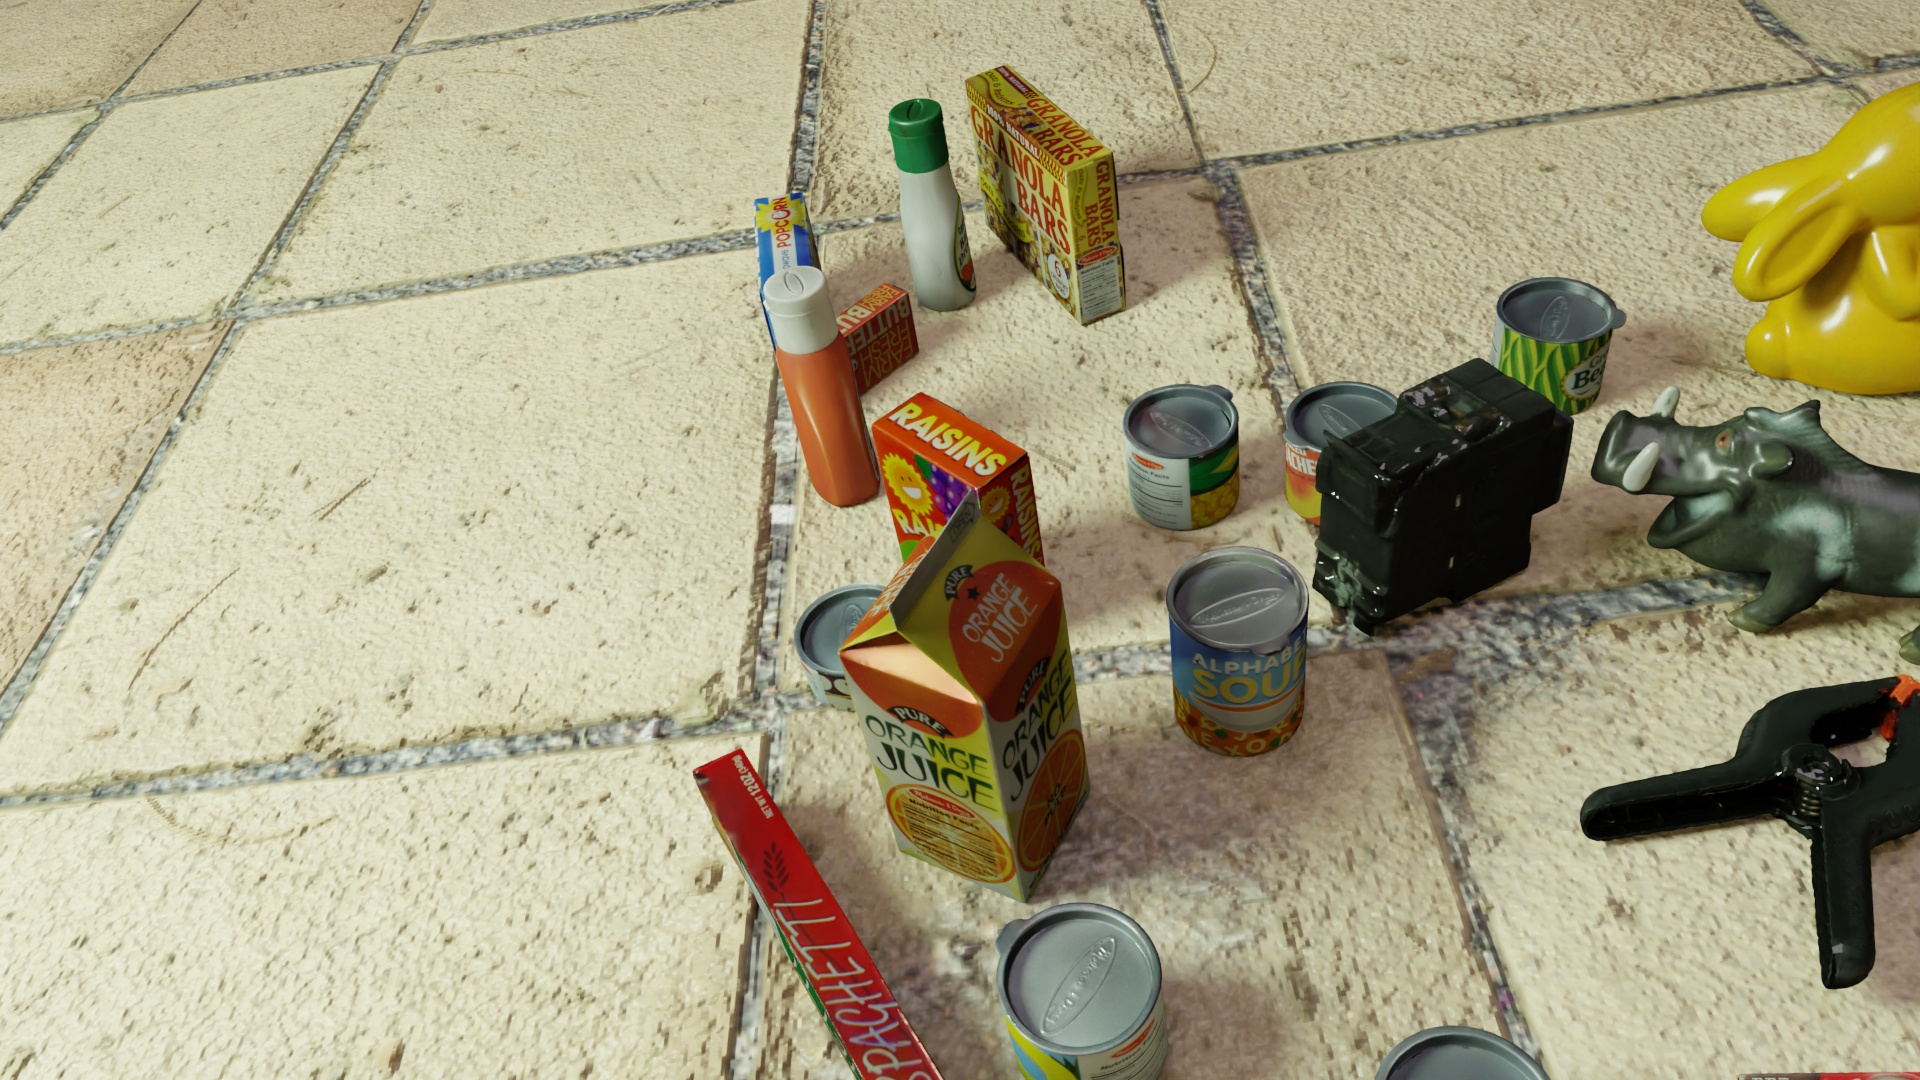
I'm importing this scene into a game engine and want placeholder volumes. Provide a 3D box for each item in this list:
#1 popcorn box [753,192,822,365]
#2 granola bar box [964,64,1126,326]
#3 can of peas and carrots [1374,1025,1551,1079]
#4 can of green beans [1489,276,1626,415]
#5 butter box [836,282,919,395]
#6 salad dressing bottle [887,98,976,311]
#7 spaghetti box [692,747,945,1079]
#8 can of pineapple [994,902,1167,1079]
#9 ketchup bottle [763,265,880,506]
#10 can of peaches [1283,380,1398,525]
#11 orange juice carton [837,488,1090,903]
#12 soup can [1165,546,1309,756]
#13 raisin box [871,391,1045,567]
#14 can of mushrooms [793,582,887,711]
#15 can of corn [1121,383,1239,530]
[{"bbox_3d":[-0.116,-0.176,0.974,0.038,0.084,0.127,-12,43,0],"label":"popcorn box"},{"bbox_3d":[0.060,-0.247,0.984,0.039,0.123,0.166,-22,44,-11],"label":"granola bar box"},{"bbox_3d":[0.186,0.224,0.509,0.071,0.058,0.071,-6,43,6],"label":"can of peas and carrots"},{"bbox_3d":[0.353,-0.116,0.832,0.071,0.057,0.071,-6,43,6],"label":"can of green beans"},{"bbox_3d":[-0.074,-0.125,0.936,0.024,0.052,0.104,28,55,34],"label":"butter box"},{"bbox_3d":[-0.020,-0.232,0.968,0.044,0.146,0.064,-2,44,10],"label":"salad dressing bottle"},{"bbox_3d":[-0.053,0.190,0.602,0.029,0.050,0.251,-27,45,-16],"label":"spaghetti box"},{"bbox_3d":[0.050,0.192,0.573,0.071,0.057,0.071,-6,43,6],"label":"can of pineapple"},{"bbox_3d":[-0.084,-0.093,0.834,0.043,0.148,0.065,-20,44,-9],"label":"ketchup bottle"},{"bbox_3d":[0.216,-0.047,0.789,0.071,0.057,0.071,-6,43,6],"label":"can of peaches"},{"bbox_3d":[0.003,0.070,0.613,0.073,0.191,0.072,16,50,26],"label":"orange juice carton"},{"bbox_3d":[0.136,0.057,0.677,0.071,0.083,0.072,-6,43,6],"label":"soup can"},{"bbox_3d":[0.003,-0.009,0.747,0.040,0.122,0.086,-36,48,-24],"label":"raisin box"},{"bbox_3d":[-0.052,0.057,0.753,0.071,0.033,0.071,-6,43,6],"label":"can of mushrooms"},{"bbox_3d":[0.131,-0.050,0.810,0.071,0.058,0.071,-6,43,6],"label":"can of corn"}]
